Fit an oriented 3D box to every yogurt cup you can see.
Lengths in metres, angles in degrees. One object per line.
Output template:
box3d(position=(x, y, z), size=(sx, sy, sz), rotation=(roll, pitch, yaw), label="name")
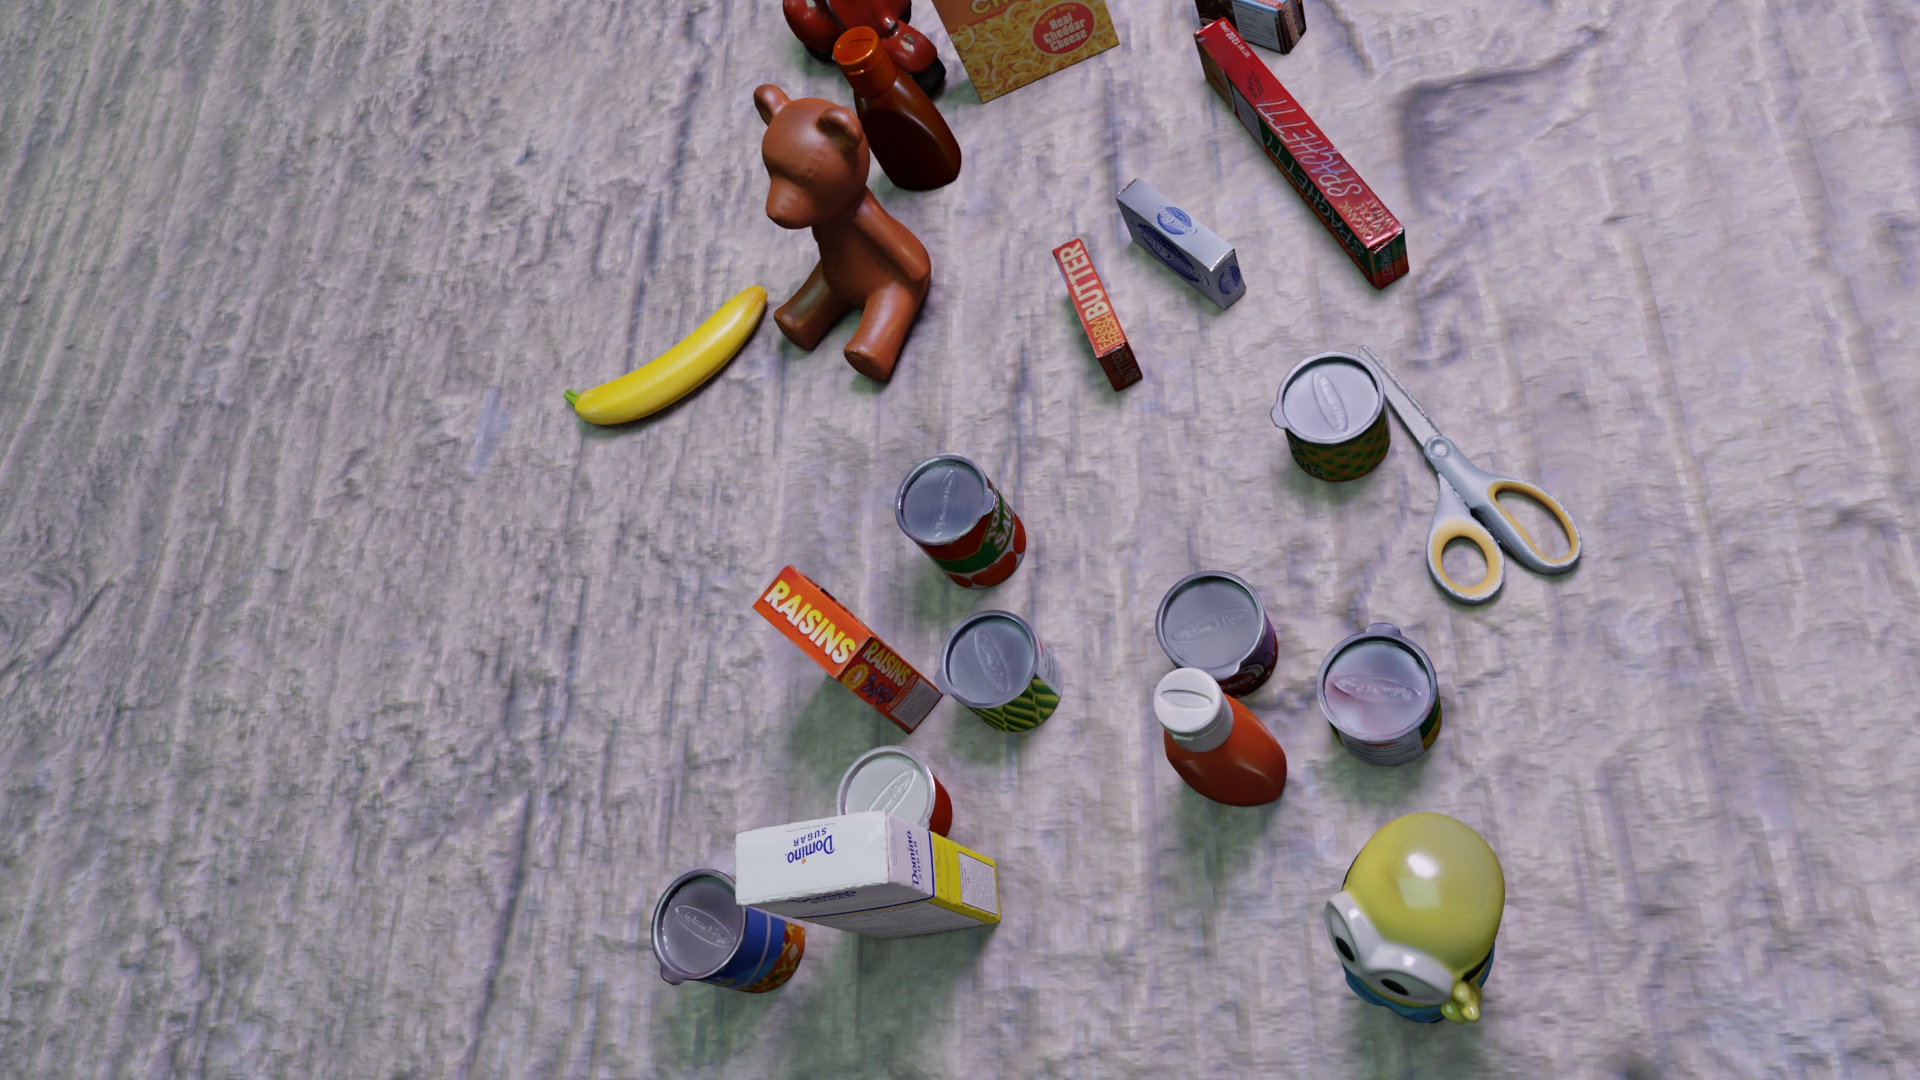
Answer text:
box3d(position=(-0.039, 0.171, 0.891), size=(0.072, 0.054, 0.072), rotation=(-9, 63, 18), label="yogurt cup")

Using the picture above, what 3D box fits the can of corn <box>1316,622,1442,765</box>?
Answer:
box3d(position=(0.246, 0.091, 0.812), size=(0.071, 0.058, 0.071), rotation=(-9, 64, 18), label="can of corn")

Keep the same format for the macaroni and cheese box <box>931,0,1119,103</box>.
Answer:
box3d(position=(0.042, -0.430, 1.076), size=(0.123, 0.166, 0.040), rotation=(-20, 61, 12), label="macaroni and cheese box")

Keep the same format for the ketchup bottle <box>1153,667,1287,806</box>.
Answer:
box3d(position=(0.144, 0.113, 0.789), size=(0.065, 0.148, 0.044), rotation=(6, 69, 24), label="ketchup bottle")

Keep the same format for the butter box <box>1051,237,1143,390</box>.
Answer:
box3d(position=(0.098, -0.162, 0.993), size=(0.024, 0.053, 0.104), rotation=(-24, 60, 10), label="butter box")

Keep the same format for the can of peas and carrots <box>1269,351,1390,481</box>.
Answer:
box3d(position=(0.239, -0.078, 0.894), size=(0.071, 0.058, 0.071), rotation=(-9, 64, 18), label="can of peas and carrots")

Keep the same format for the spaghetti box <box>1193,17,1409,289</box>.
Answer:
box3d(position=(0.241, -0.281, 0.994), size=(0.028, 0.050, 0.251), rotation=(-31, 59, 6), label="spaghetti box")

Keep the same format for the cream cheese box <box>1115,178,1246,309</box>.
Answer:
box3d(position=(0.158, -0.212, 0.993), size=(0.024, 0.053, 0.104), rotation=(-43, 58, -1), label="cream cheese box")

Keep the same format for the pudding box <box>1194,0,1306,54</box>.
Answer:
box3d(position=(0.220, -0.411, 1.064), size=(0.084, 0.049, 0.030), rotation=(33, 82, 31), label="pudding box")

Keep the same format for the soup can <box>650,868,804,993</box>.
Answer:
box3d(position=(-0.147, 0.251, 0.879), size=(0.071, 0.083, 0.071), rotation=(-9, 64, 18), label="soup can")

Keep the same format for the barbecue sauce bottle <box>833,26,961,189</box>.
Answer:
box3d(position=(-0.052, -0.333, 1.079), size=(0.065, 0.148, 0.044), rotation=(-1, 66, 22), label="barbecue sauce bottle")

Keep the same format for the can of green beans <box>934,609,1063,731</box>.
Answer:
box3d(position=(0.027, 0.086, 0.902), size=(0.071, 0.057, 0.071), rotation=(-9, 64, 18), label="can of green beans")

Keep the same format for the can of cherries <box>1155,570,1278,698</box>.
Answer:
box3d(position=(0.160, 0.062, 0.860), size=(0.071, 0.058, 0.072), rotation=(-9, 64, 18), label="can of cherries")

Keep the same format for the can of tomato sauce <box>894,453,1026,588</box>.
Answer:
box3d(position=(0.003, -0.012, 0.943), size=(0.071, 0.083, 0.071), rotation=(-9, 64, 18), label="can of tomato sauce")

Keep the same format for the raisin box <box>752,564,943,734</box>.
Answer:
box3d(position=(-0.071, 0.073, 0.909), size=(0.086, 0.123, 0.040), rotation=(37, 84, 31), label="raisin box")
